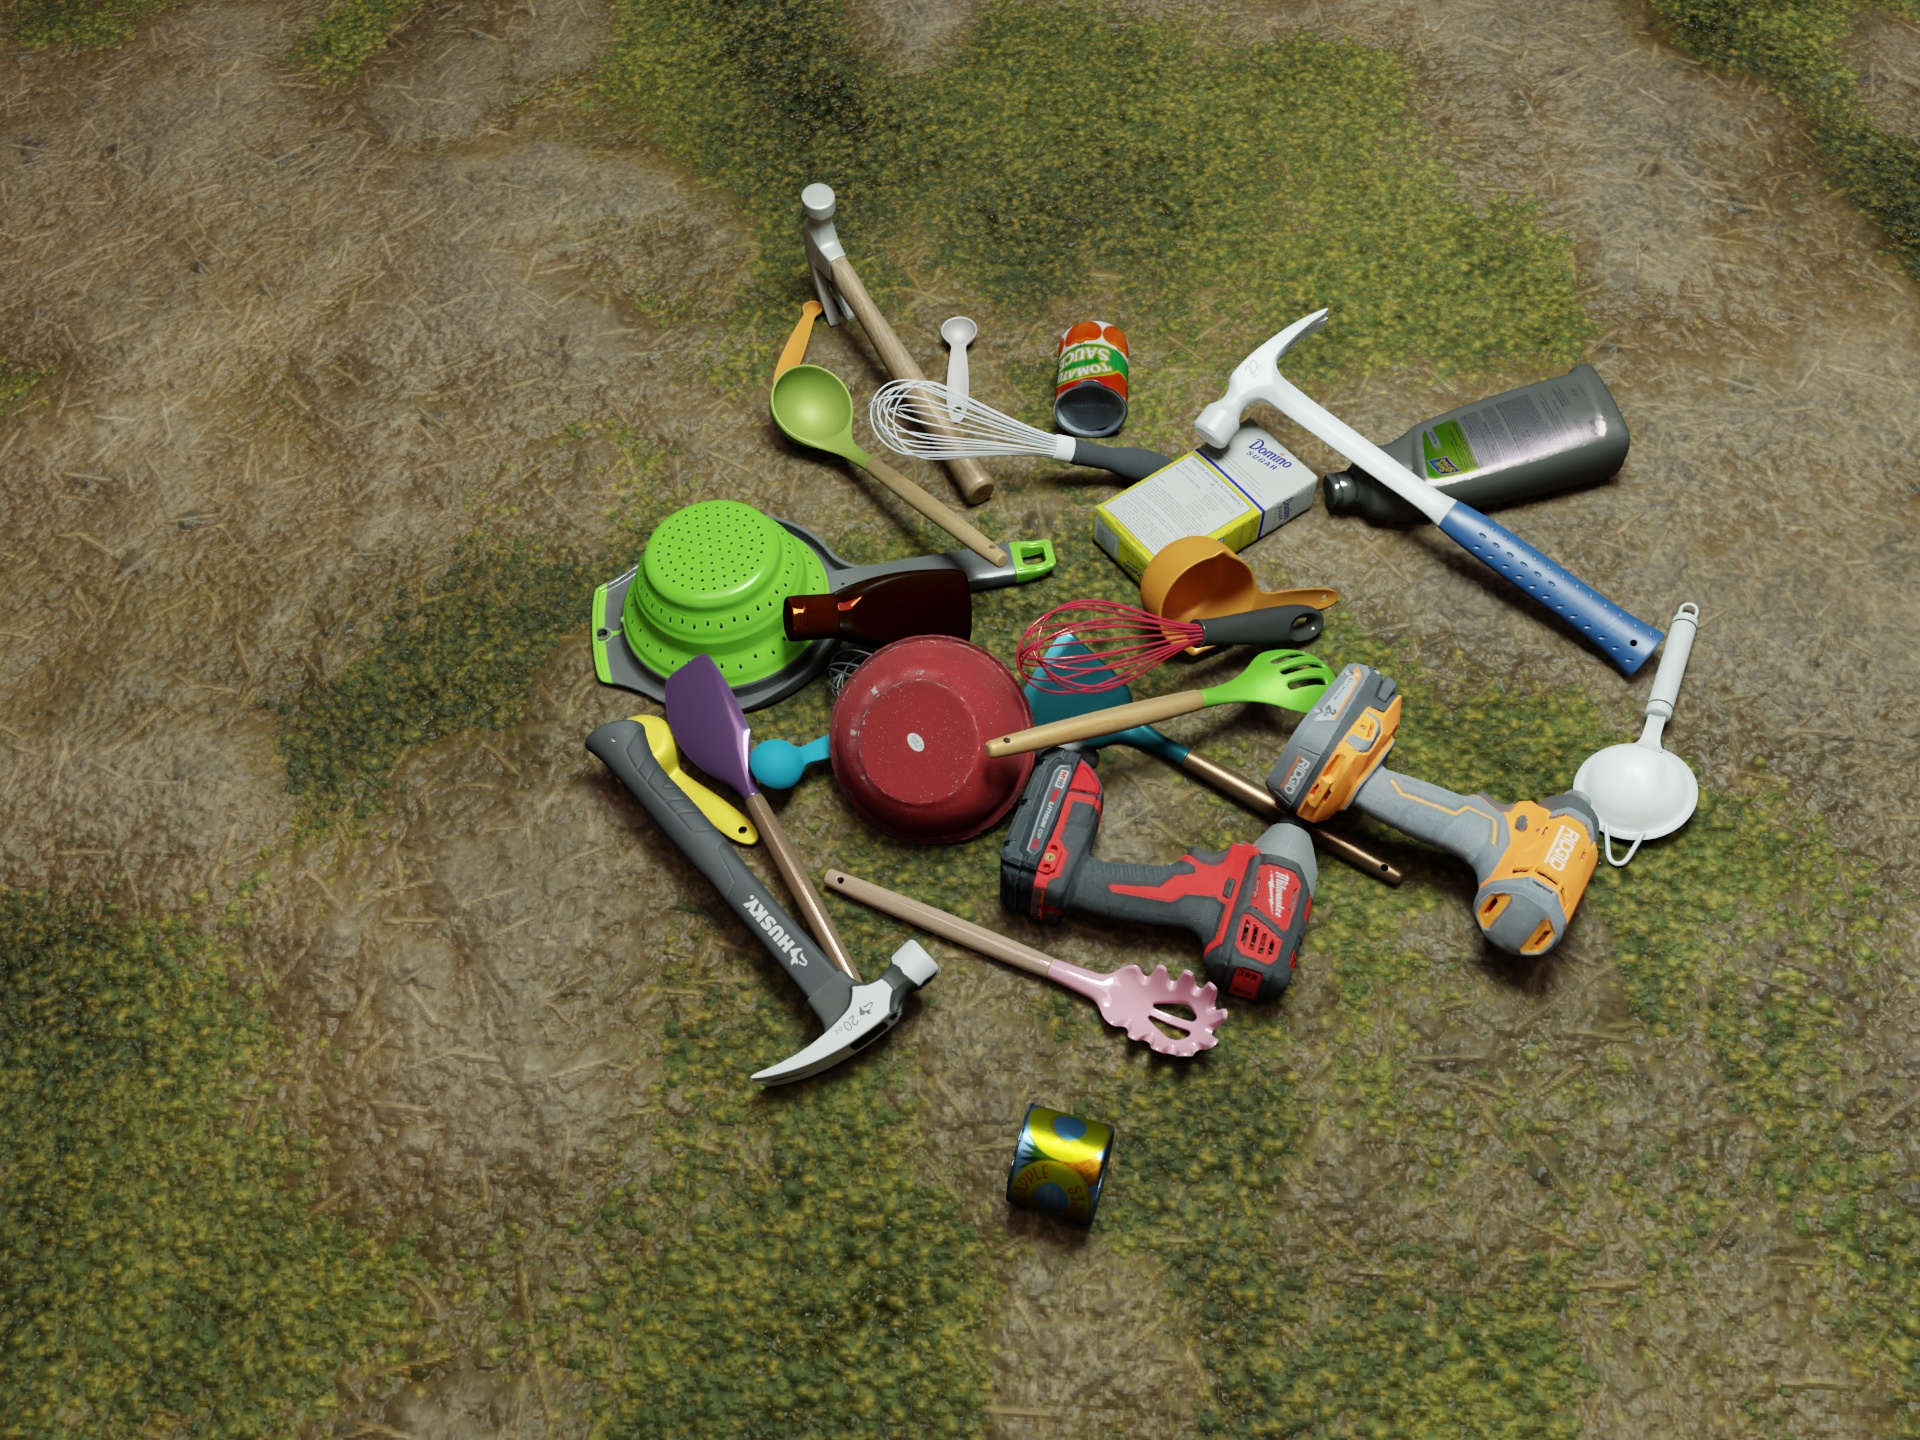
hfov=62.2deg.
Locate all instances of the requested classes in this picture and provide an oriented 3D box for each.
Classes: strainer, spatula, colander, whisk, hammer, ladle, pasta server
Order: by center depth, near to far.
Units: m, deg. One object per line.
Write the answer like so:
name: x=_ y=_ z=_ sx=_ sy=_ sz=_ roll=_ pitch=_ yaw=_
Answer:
pasta server: x=0.040 y=0.166 z=1.148 sx=0.316 sy=0.040 sz=0.060 roll=20 pitch=71 yaw=18
hammer: x=-0.174 y=0.118 z=1.170 sx=0.146 sy=0.035 sz=0.335 roll=-42 pitch=65 yaw=-7
spatula: x=-0.148 y=0.081 z=1.209 sx=0.060 sy=0.018 sz=0.316 roll=-36 pitch=66 yaw=8
spatula: x=0.193 y=0.041 z=1.217 sx=0.318 sy=0.044 sz=0.082 roll=30 pitch=87 yaw=19
strainer: x=0.535 y=-0.002 z=1.227 sx=0.087 sy=0.050 sz=0.258 roll=12 pitch=53 yaw=29
whisk: x=0.168 y=-0.065 z=1.236 sx=0.295 sy=0.073 sz=0.073 roll=-8 pitch=53 yaw=-29
whisk: x=-0.001 y=-0.005 z=1.246 sx=0.239 sy=0.055 sz=0.055 roll=18 pitch=60 yaw=19
hammer: x=0.394 y=-0.181 z=1.303 sx=0.406 sy=0.035 sz=0.144 roll=39 pitch=91 yaw=13
colander: x=-0.118 y=-0.127 z=1.319 sx=0.397 sy=0.094 sz=0.205 roll=-10 pitch=56 yaw=-2
ladle: x=-0.062 y=-0.219 z=1.366 sx=0.078 sy=0.062 sz=0.320 roll=-27 pitch=47 yaw=-26
whisk: x=0.057 y=-0.240 z=1.370 sx=0.284 sy=0.070 sz=0.070 roll=10 pitch=55 yaw=-15
hammer: x=-0.060 y=-0.331 z=1.453 sx=0.031 sy=0.130 sz=0.331 roll=-26 pitch=69 yaw=-13

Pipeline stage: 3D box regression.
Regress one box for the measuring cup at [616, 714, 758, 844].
measuring cup: x=-0.216 y=0.047 z=1.248 sx=0.157 sy=0.029 sz=0.062 roll=34 pitch=65 yaw=25

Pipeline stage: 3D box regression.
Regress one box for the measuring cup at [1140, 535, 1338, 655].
measuring cup: x=0.227 y=-0.108 z=1.305 sx=0.173 sy=0.095 sz=0.052 roll=-4 pitch=34 yaw=-25

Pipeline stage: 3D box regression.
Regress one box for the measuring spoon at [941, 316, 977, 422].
measuring spoon: x=-0.002 y=-0.327 z=1.495 sx=0.034 sy=0.018 sz=0.124 roll=0 pitch=63 yaw=4

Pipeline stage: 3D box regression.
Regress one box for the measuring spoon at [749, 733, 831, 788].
measuring spoon: x=-0.105 y=0.017 z=1.240 sx=0.128 sy=0.021 sz=0.042 roll=-21 pitch=68 yaw=-35

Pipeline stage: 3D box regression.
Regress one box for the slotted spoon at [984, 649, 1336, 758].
slotted spoon: x=0.160 y=-0.009 z=1.205 sx=0.313 sy=0.031 sz=0.070 roll=-13 pitch=52 yaw=-23

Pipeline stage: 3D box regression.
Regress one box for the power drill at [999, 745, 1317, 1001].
power drill: x=0.148 y=0.105 z=1.161 sx=0.220 sy=0.078 sz=0.143 roll=18 pitch=60 yaw=12

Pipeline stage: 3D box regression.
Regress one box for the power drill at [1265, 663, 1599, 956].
power drill: x=0.356 y=0.056 z=1.162 sx=0.226 sy=0.084 sz=0.164 roll=34 pitch=45 yaw=15

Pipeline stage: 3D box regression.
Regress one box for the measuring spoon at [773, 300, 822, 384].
measuring spoon: x=-0.156 y=-0.358 z=1.528 sx=0.021 sy=0.011 sz=0.117 roll=11 pitch=62 yaw=11
